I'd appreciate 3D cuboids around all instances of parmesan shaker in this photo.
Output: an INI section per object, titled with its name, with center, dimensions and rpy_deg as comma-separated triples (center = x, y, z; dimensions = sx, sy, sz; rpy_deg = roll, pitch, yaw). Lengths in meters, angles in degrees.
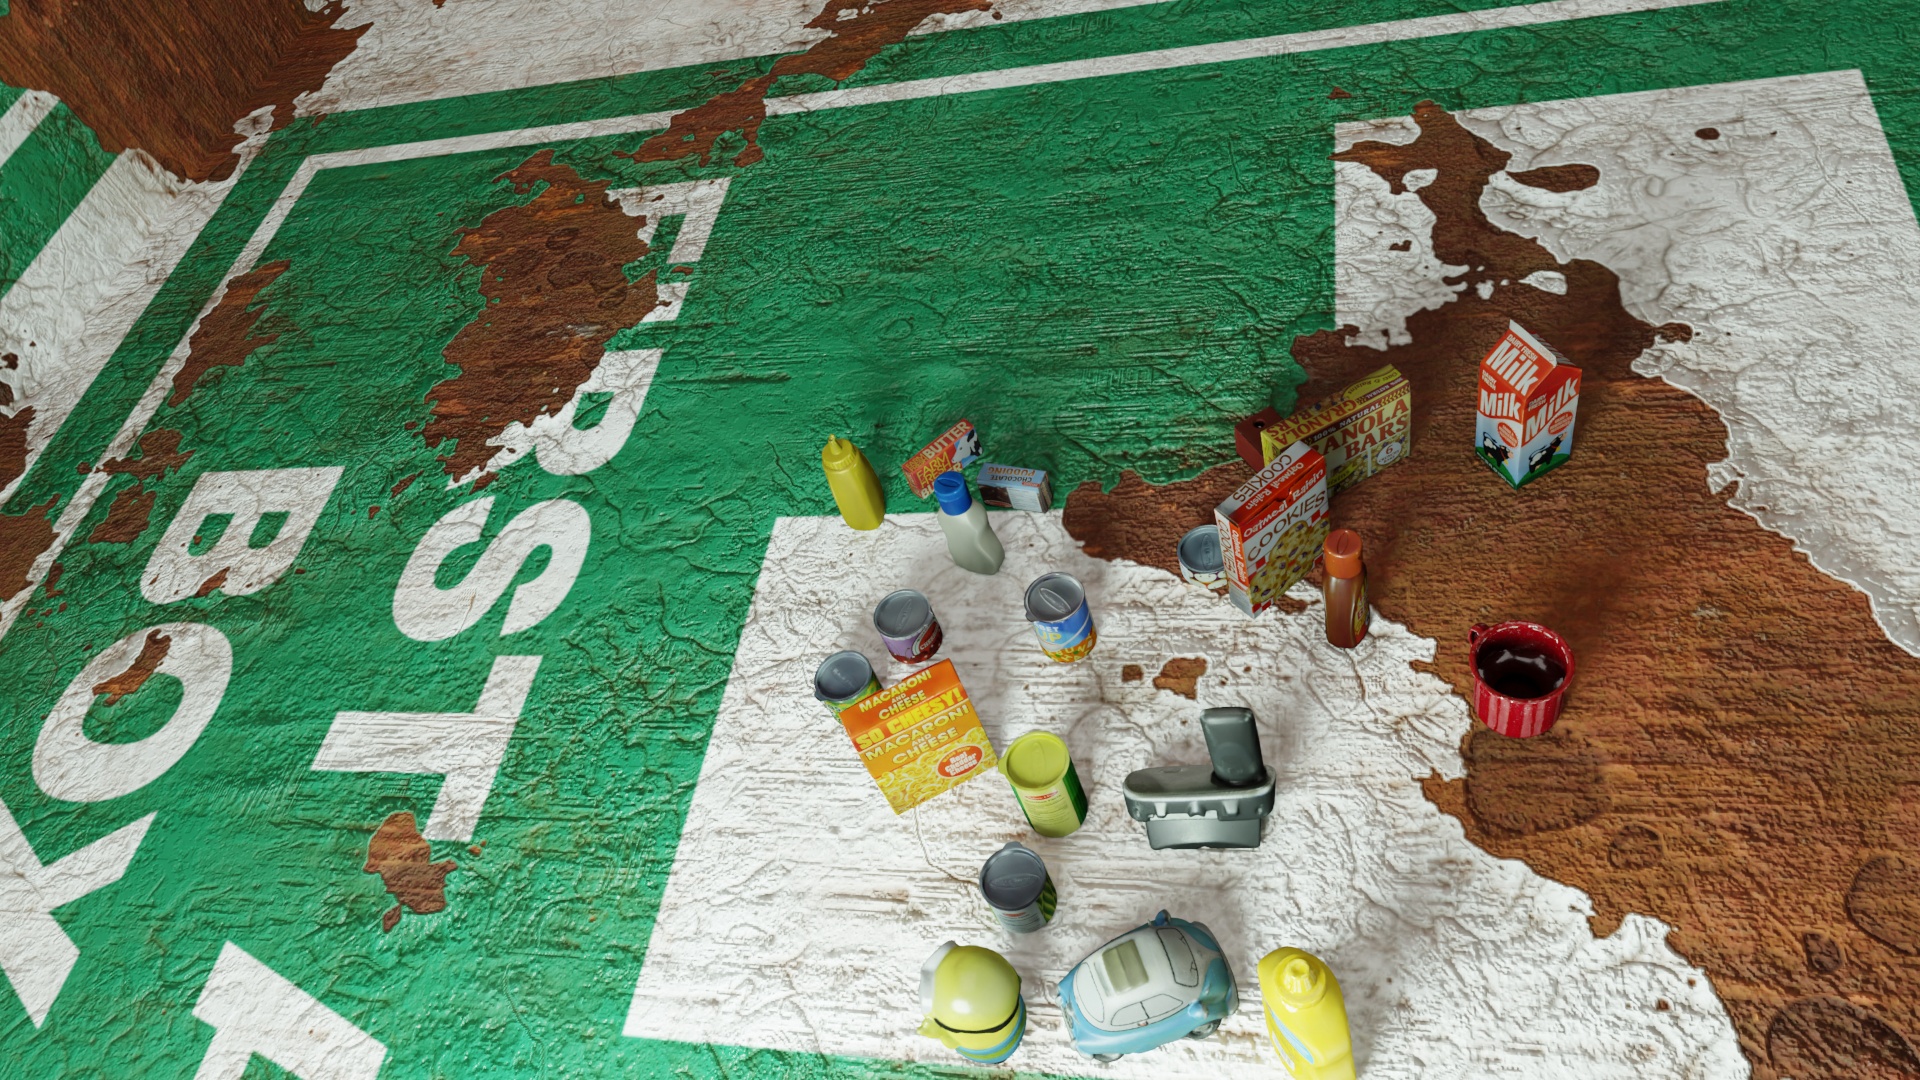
[parmesan shaker]
center = 0.083, 0.243, 1.380
dimensions = 0.071, 0.102, 0.072
rpy_deg = -9, 51, 11

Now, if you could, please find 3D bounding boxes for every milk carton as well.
[milk carton]
center = 0.600, -0.148, 1.471
dimensions = 0.073, 0.189, 0.072
rpy_deg = -28, 50, -5

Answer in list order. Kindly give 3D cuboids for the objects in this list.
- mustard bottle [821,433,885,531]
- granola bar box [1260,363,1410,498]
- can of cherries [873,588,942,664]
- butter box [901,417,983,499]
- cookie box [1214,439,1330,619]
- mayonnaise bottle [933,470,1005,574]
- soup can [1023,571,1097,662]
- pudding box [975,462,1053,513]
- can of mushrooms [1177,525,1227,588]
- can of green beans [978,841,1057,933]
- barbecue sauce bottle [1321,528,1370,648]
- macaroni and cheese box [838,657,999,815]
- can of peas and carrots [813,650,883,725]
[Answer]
[mustard bottle]
center = -0.133, -0.078, 1.669
dimensions = 0.049, 0.159, 0.065
rpy_deg = -5, 52, 14
[granola bar box]
center = 0.419, -0.108, 1.540
dimensions = 0.166, 0.123, 0.039
rpy_deg = -28, 50, -5
[can of cherries]
center = -0.057, 0.099, 1.570
dimensions = 0.071, 0.058, 0.072
rpy_deg = -9, 51, 11
[butter box]
center = -0.022, -0.101, 1.722
dimensions = 0.104, 0.053, 0.024
rpy_deg = -38, 51, -14
[cookie box]
center = 0.332, -0.009, 1.460
dimensions = 0.123, 0.166, 0.040
rpy_deg = -39, 51, -14
[mayonnaise bottle]
center = 0.006, -0.020, 1.586
dimensions = 0.065, 0.147, 0.041
rpy_deg = 15, 59, 27
[soup can]
center = 0.108, 0.086, 1.511
dimensions = 0.071, 0.083, 0.072
rpy_deg = -9, 51, 11
[pudding box]
center = 0.065, -0.063, 1.666
dimensions = 0.084, 0.049, 0.030
rpy_deg = 9, 56, 24
[can of mushrooms]
center = 0.278, 0.019, 1.544
dimensions = 0.071, 0.033, 0.071
rpy_deg = -9, 50, 11
[can of green beans]
center = 0.056, 0.338, 1.342
dimensions = 0.071, 0.057, 0.071
rpy_deg = -9, 51, 11
[barbecue sauce bottle]
center = 0.391, 0.046, 1.410
dimensions = 0.044, 0.148, 0.065
rpy_deg = 11, 57, 25
[macaroni and cheese box]
center = -0.040, 0.201, 1.411
dimensions = 0.124, 0.165, 0.040
rpy_deg = -27, 49, -4
[can of peas and carrots]
center = -0.123, 0.166, 1.537
dimensions = 0.071, 0.058, 0.071
rpy_deg = -9, 51, 11
